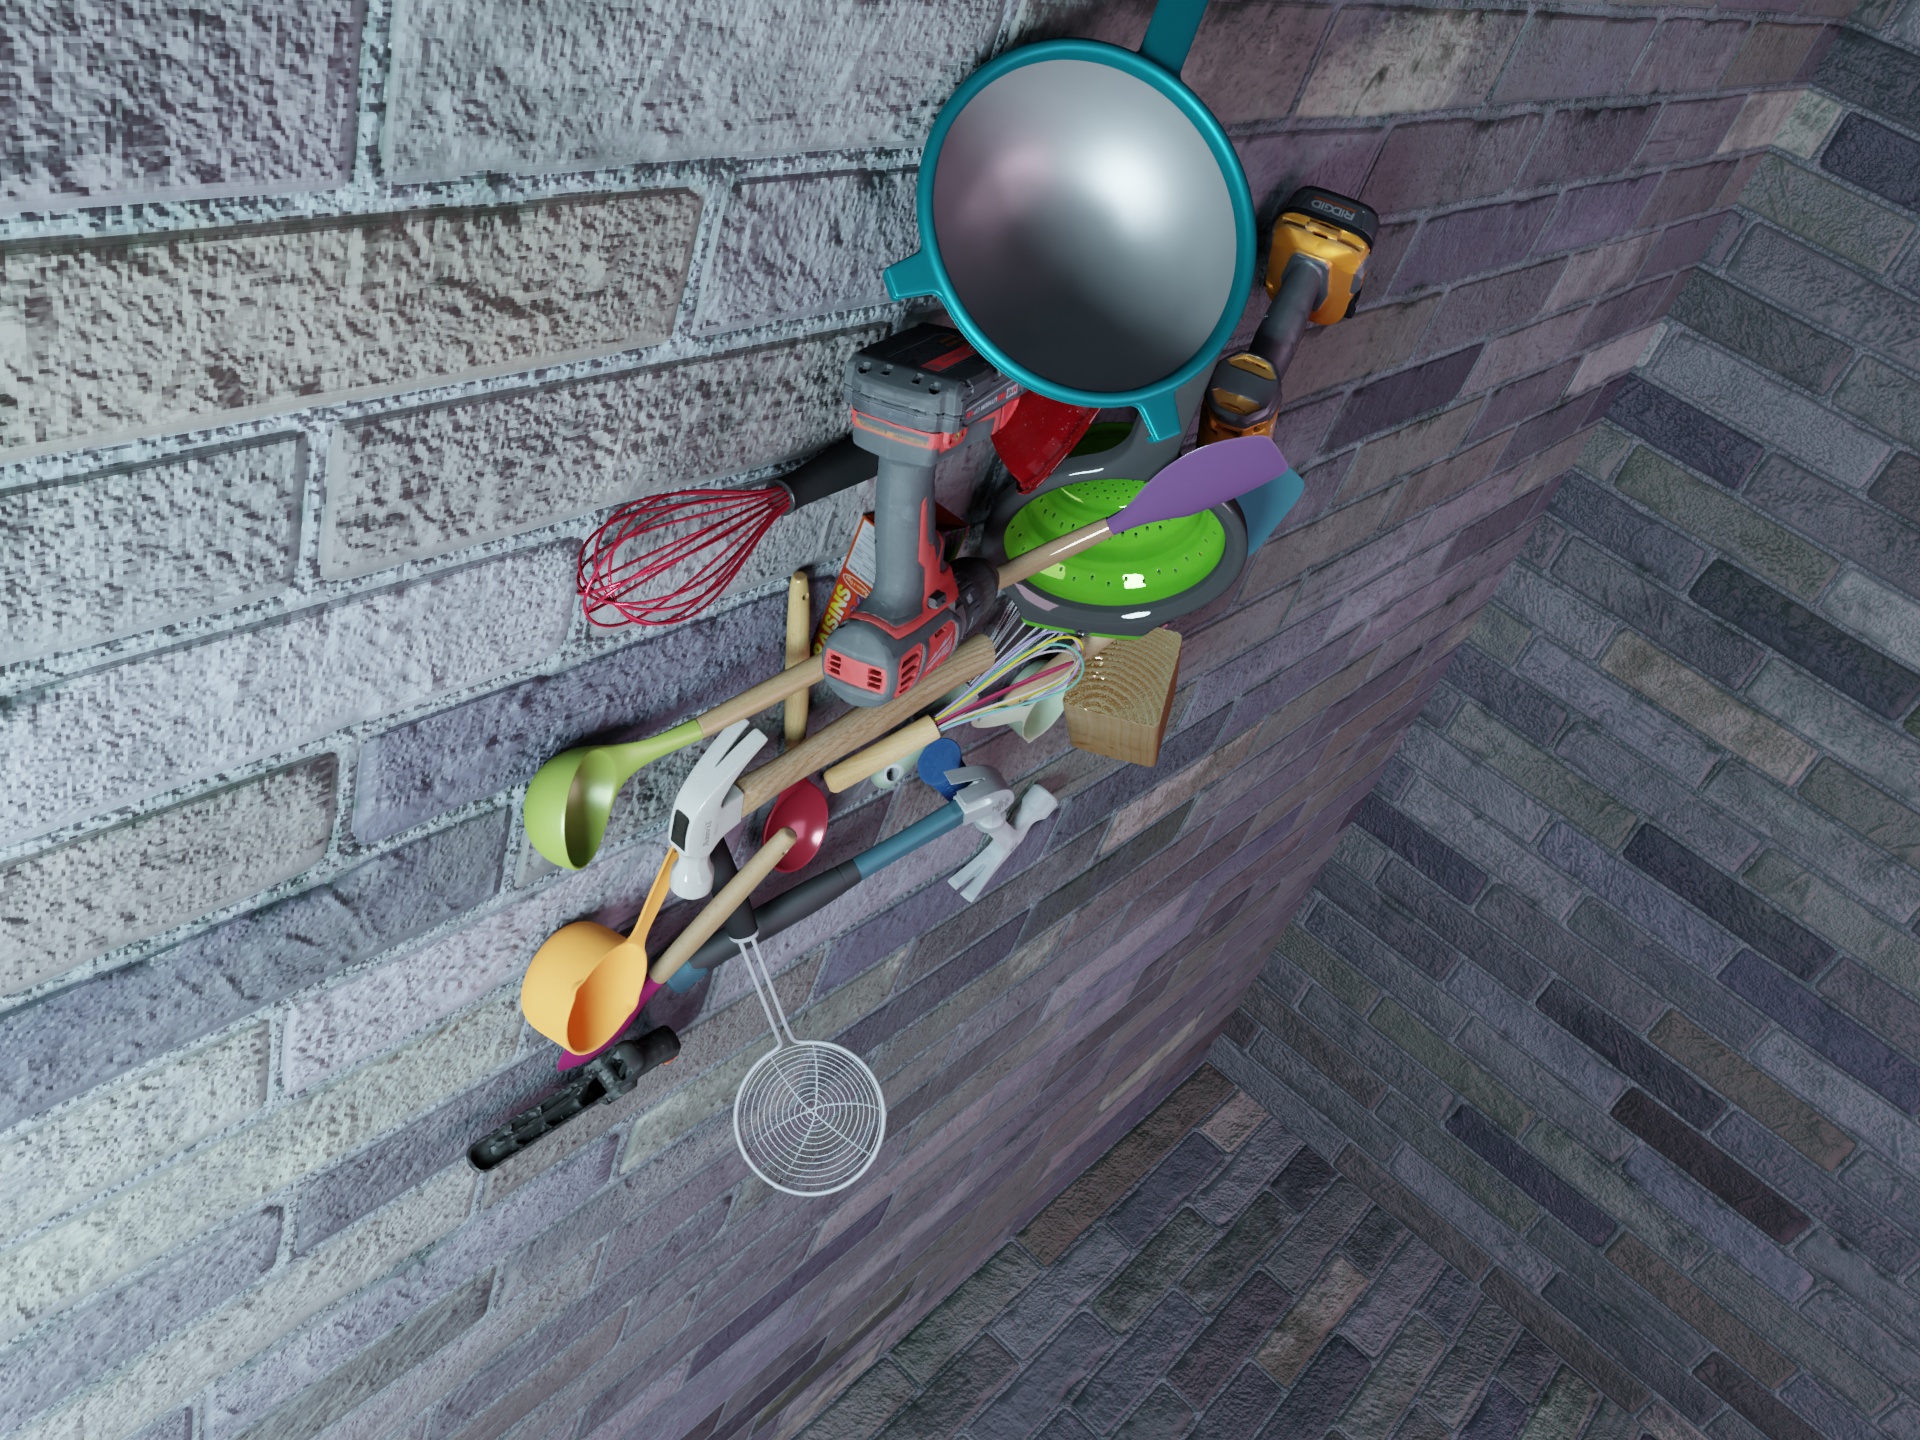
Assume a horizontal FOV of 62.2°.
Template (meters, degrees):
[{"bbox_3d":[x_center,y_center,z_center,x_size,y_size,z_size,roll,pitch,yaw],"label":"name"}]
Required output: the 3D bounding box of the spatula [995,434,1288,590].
[{"bbox_3d":[0.087,-0.134,1.166,0.316,0.018,0.059,-23,139,25],"label":"spatula"}]

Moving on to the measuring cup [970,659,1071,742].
[{"bbox_3d":[0.046,-0.018,1.465,0.167,0.038,0.083,-10,134,-56],"label":"measuring cup"}]

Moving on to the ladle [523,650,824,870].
[{"bbox_3d":[-0.144,0.000,1.050,0.320,0.062,0.078,-29,140,-30],"label":"ladle"}]

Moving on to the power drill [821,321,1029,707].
[{"bbox_3d":[-0.015,-0.136,1.034,0.188,0.080,0.226,-41,146,-53],"label":"power drill"}]

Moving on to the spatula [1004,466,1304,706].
[{"bbox_3d":[0.154,-0.106,1.346,0.317,0.044,0.082,-36,148,27],"label":"spatula"}]

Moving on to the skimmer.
[{"bbox_3d":[-0.150,0.229,1.249,0.127,0.090,0.362,-16,127,-3],"label":"skimmer"}]

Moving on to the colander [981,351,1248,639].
[{"bbox_3d":[0.133,-0.206,1.175,0.396,0.204,0.095,107,-12,-59],"label":"colander"}]

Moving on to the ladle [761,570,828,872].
[{"bbox_3d":[-0.123,0.006,1.188,0.069,0.031,0.315,-37,152,-32],"label":"ladle"}]

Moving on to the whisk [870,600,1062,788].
[{"bbox_3d":[0.012,-0.033,1.370,0.246,0.059,0.057,-46,121,-4],"label":"whisk"}]

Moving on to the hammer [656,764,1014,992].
[{"bbox_3d":[-0.098,0.131,1.318,0.331,0.033,0.128,-29,160,-15],"label":"hammer"}]

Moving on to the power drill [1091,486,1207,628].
[{"bbox_3d":[0.175,-0.144,1.466,0.164,0.084,0.226,-52,161,6],"label":"power drill"}]

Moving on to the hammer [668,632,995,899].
[{"bbox_3d":[-0.086,0.008,1.192,0.331,0.031,0.130,-33,148,-40],"label":"hammer"}]

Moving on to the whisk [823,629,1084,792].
[{"bbox_3d":[-0.001,-0.003,1.318,0.245,0.051,0.047,-29,168,-9],"label":"whisk"}]

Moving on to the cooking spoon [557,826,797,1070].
[{"bbox_3d":[-0.214,0.178,1.192,0.318,0.017,0.068,-46,164,30],"label":"cooking spoon"}]

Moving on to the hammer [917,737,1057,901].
[{"bbox_3d":[0.014,0.087,1.519,0.144,0.035,0.405,-50,163,-4],"label":"hammer"}]

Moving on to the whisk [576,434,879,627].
[{"bbox_3d":[-0.121,-0.127,0.954,0.296,0.073,0.073,-38,155,-46],"label":"whisk"}]

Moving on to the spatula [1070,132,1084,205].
[{"bbox_3d":[0.028,-0.276,1.055,0.322,0.041,0.081,-56,157,21],"label":"spatula"}]

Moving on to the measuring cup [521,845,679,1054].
[{"bbox_3d":[-0.253,0.149,1.137,0.174,0.052,0.095,-65,160,-9],"label":"measuring cup"}]

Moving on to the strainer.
[{"bbox_3d":[0.085,-0.341,0.955,0.340,0.211,0.095,-68,-163,-10],"label":"strainer"}]

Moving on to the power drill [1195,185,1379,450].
[{"bbox_3d":[0.260,-0.299,1.317,0.226,0.084,0.185,-63,168,-13],"label":"power drill"}]
